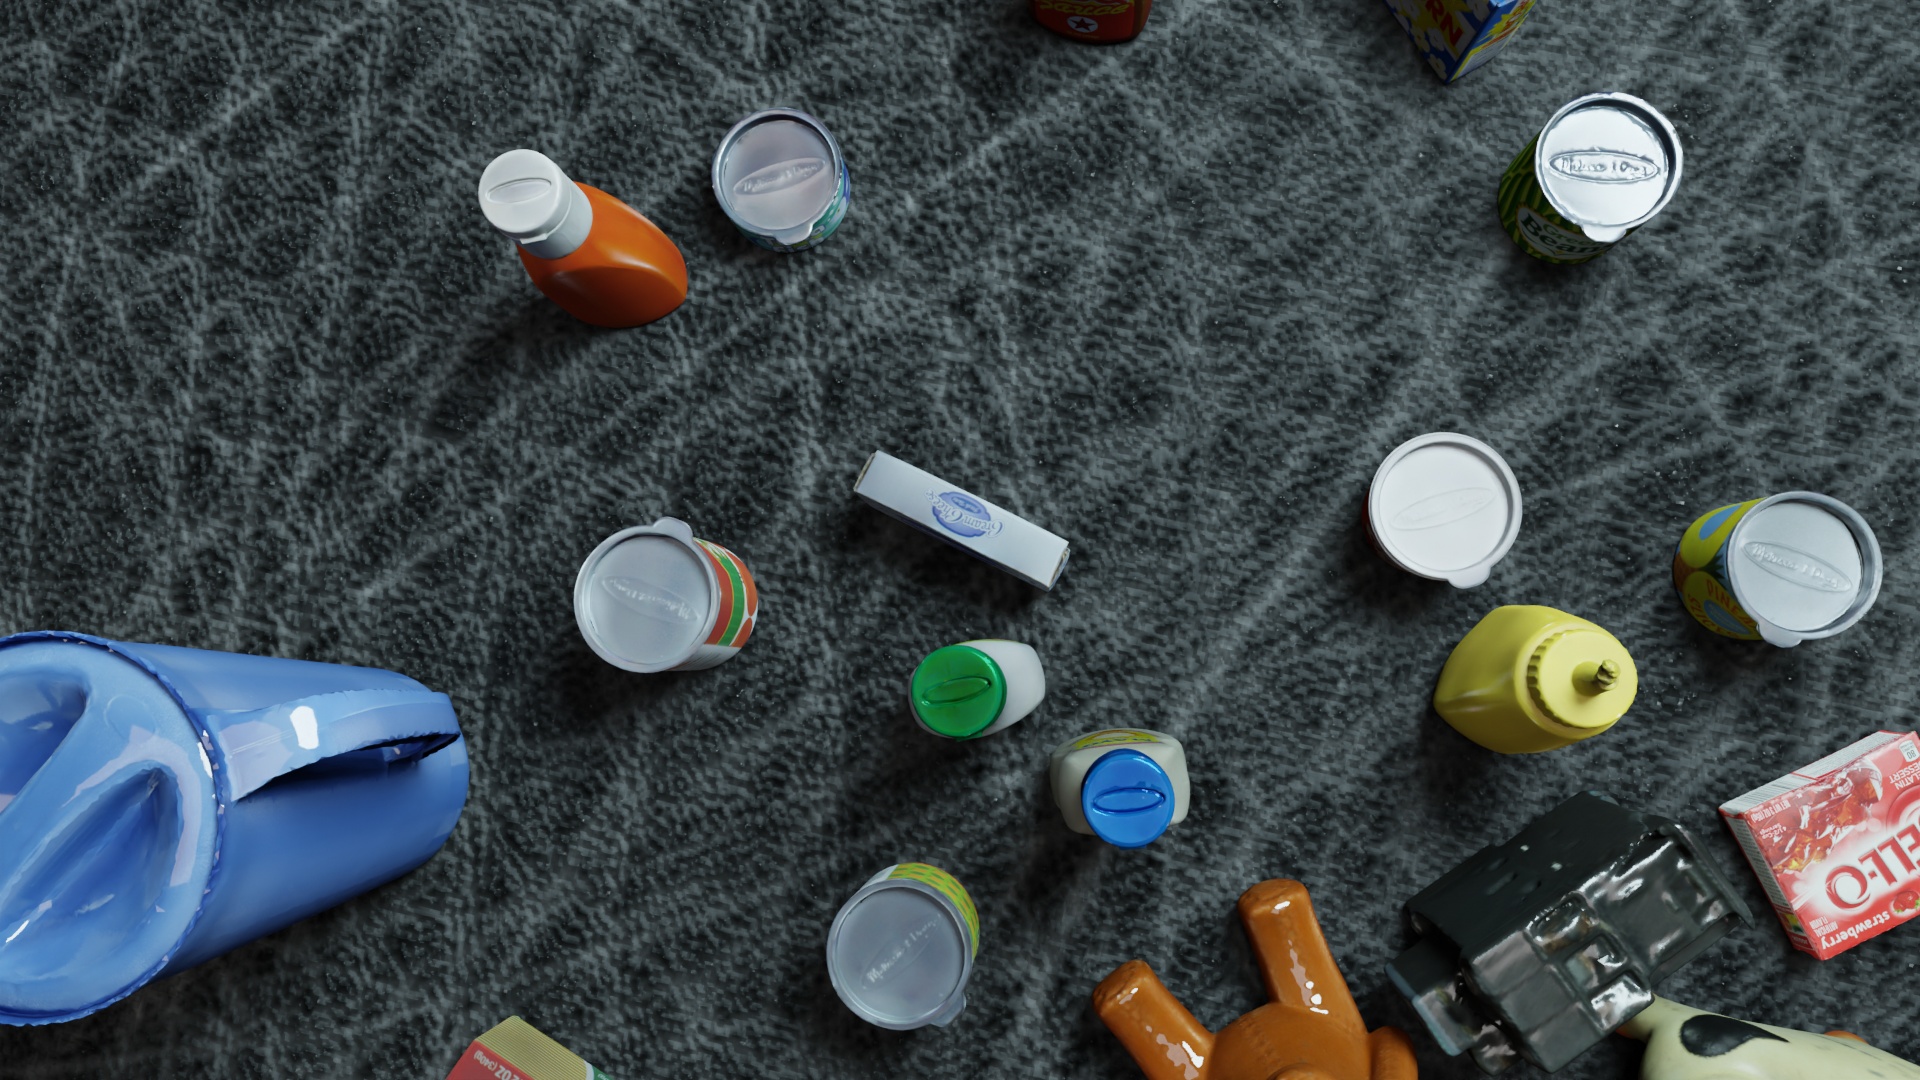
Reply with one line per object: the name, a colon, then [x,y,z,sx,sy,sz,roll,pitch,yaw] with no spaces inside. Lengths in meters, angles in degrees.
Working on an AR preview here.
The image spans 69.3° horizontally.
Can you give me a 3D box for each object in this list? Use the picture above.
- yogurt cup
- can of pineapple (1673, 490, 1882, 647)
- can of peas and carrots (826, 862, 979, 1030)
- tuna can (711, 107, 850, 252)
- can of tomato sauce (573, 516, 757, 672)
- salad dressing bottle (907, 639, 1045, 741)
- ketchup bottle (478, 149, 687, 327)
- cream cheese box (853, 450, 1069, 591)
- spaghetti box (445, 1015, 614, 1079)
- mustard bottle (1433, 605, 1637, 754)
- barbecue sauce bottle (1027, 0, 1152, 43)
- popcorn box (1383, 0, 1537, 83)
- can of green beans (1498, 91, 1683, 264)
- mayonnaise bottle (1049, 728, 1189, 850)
yogurt cup: [0.222,-0.013,0.653,0.072,0.054,0.072,0,85,4]
can of pineapple: [0.371,0.014,0.638,0.071,0.058,0.071,0,85,4]
can of peas and carrots: [-0.023,0.189,0.649,0.071,0.058,0.071,0,85,4]
tuna can: [-0.089,-0.179,0.703,0.071,0.033,0.071,0,84,4]
can of tomato sauce: [-0.137,0.027,0.661,0.071,0.083,0.071,0,85,4]
salad dressing bottle: [0.005,0.065,0.614,0.064,0.147,0.044,-13,84,3]
ketchup bottle: [-0.176,-0.138,0.647,0.065,0.148,0.043,-10,84,3]
cream cheese box: [0.002,-0.008,0.669,0.104,0.053,0.024,26,87,6]
spaghetti box: [-0.124,0.306,0.649,0.250,0.050,0.028,31,88,6]
mustard bottle: [0.248,0.060,0.591,0.049,0.160,0.065,33,88,6]
barbecue sauce bottle: [0.061,-0.283,0.644,0.065,0.148,0.043,13,86,5]
popcorn box: [0.223,-0.293,0.665,0.038,0.085,0.127,-33,83,1]
can of green beans: [0.298,-0.171,0.661,0.071,0.058,0.071,0,85,4]
mayonnaise bottle: [0.071,0.106,0.605,0.065,0.148,0.041,-6,85,4]
